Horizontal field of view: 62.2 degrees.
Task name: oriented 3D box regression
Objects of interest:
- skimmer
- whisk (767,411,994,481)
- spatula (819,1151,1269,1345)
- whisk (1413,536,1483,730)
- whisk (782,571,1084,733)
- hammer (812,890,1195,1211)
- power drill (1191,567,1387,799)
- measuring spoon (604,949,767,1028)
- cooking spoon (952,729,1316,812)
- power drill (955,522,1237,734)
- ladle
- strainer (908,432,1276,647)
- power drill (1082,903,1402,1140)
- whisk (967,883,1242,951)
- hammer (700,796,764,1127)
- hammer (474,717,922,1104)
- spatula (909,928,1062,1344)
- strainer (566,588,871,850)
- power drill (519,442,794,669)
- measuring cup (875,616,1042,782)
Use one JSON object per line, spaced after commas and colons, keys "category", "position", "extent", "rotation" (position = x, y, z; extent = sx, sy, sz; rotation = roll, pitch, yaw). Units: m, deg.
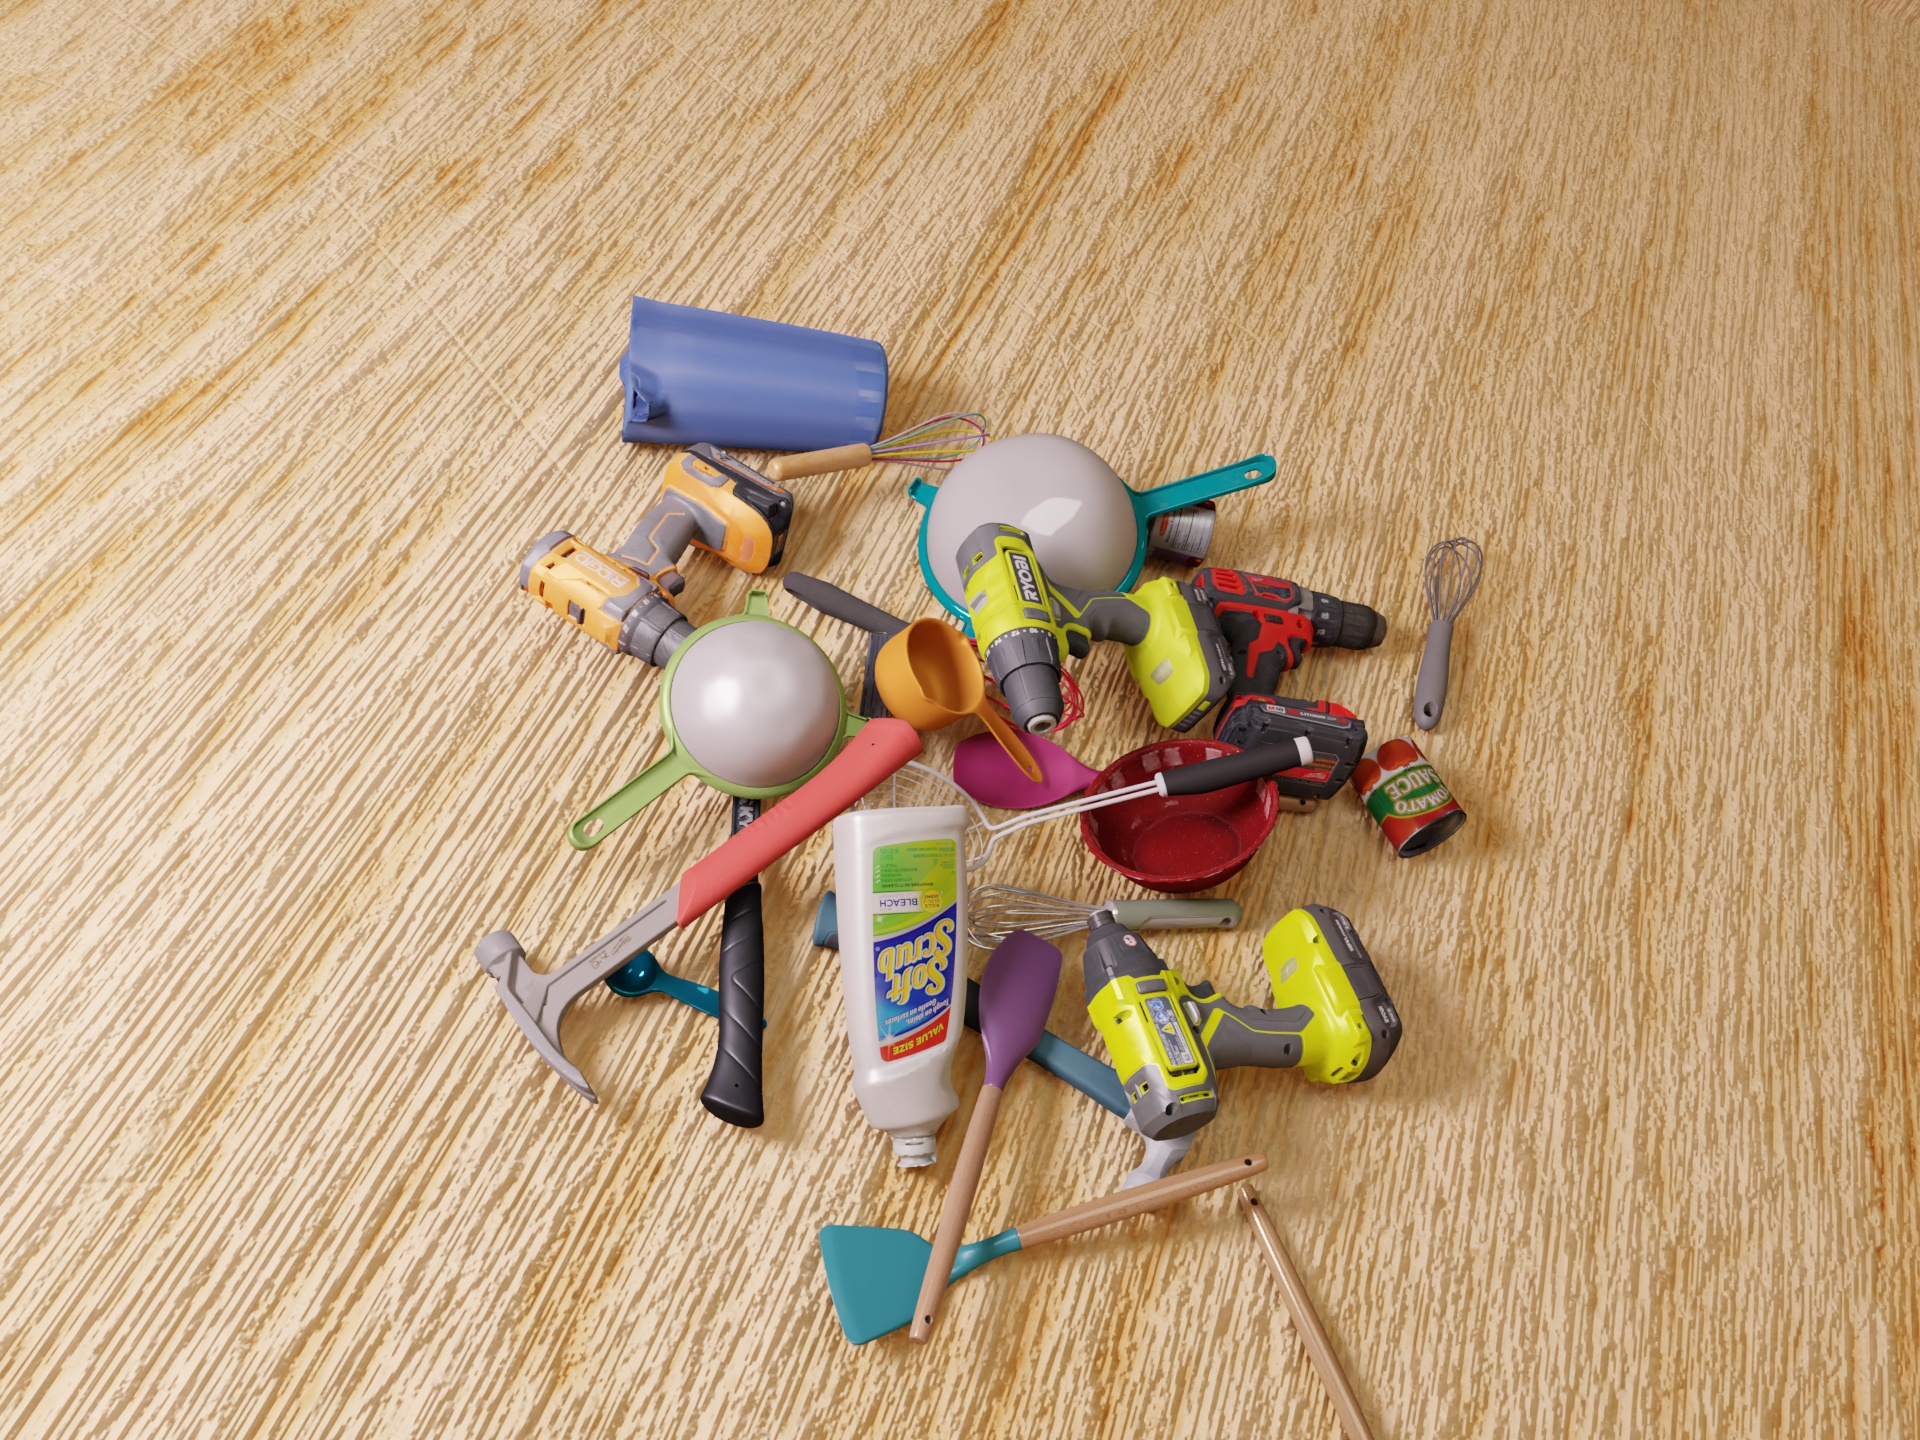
{"category": "skimmer", "position": [0.095, 0.045, 1.253], "extent": [0.363, 0.090, 0.127], "rotation": [-14, 38, 3]}
{"category": "whisk", "position": [-0.067, -0.248, 1.466], "extent": [0.245, 0.051, 0.047], "rotation": [-16, 66, -34]}
{"category": "spatula", "position": [0.065, 0.346, 1.092], "extent": [0.317, 0.044, 0.082], "rotation": [-15, 54, -9]}
{"category": "whisk", "position": [0.459, -0.086, 1.509], "extent": [0.055, 0.055, 0.239], "rotation": [19, 57, 2]}
{"category": "whisk", "position": [-0.026, -0.064, 1.381], "extent": [0.296, 0.073, 0.073], "rotation": [25, 53, 13]}
{"category": "hammer", "position": [0.029, 0.227, 1.195], "extent": [0.331, 0.033, 0.128], "rotation": [30, 55, 10]}
{"category": "power drill", "position": [0.302, -0.041, 1.415], "extent": [0.188, 0.080, 0.227], "rotation": [10, 45, -9]}
{"category": "measuring spoon", "position": [-0.205, 0.205, 1.175], "extent": [0.128, 0.021, 0.042], "rotation": [24, 45, -6]}
{"category": "cooking spoon", "position": [0.150, 0.055, 1.354], "extent": [0.319, 0.017, 0.069], "rotation": [7, 71, -8]}
{"category": "power drill", "position": [0.112, -0.060, 1.314], "extent": [0.228, 0.080, 0.191], "rotation": [10, 49, -31]}
{"category": "ladle", "position": [0.264, 0.457, 1.067], "extent": [0.078, 0.062, 0.320], "rotation": [-11, 55, -19]}
{"category": "strainer", "position": [0.123, -0.203, 1.429], "extent": [0.340, 0.095, 0.211], "rotation": [-17, 61, -1]}
{"category": "power drill", "position": [0.203, 0.210, 1.189], "extent": [0.223, 0.080, 0.171], "rotation": [-3, 55, -28]}
{"category": "whisk", "position": [0.111, 0.155, 1.257], "extent": [0.246, 0.057, 0.059], "rotation": [1, 49, -17]}
{"category": "hammer", "position": [-0.162, 0.117, 1.223], "extent": [0.149, 0.036, 0.409], "rotation": [4, 52, -11]}
{"category": "hammer", "position": [-0.169, 0.117, 1.168], "extent": [0.359, 0.036, 0.149], "rotation": [-36, 60, -19]}
{"category": "spatula", "position": [0.014, 0.281, 1.117], "extent": [0.059, 0.018, 0.316], "rotation": [28, 51, -11]}
{"category": "strainer", "position": [-0.191, 0.012, 1.210], "extent": [0.256, 0.069, 0.151], "rotation": [-39, 91, -26]}
{"category": "power drill", "position": [-0.231, -0.129, 1.349], "extent": [0.185, 0.084, 0.226], "rotation": [32, 46, 12]}
{"category": "measuring cup", "position": [-0.002, -0.004, 1.319], "extent": [0.173, 0.052, 0.095], "rotation": [49, 39, -16]}
